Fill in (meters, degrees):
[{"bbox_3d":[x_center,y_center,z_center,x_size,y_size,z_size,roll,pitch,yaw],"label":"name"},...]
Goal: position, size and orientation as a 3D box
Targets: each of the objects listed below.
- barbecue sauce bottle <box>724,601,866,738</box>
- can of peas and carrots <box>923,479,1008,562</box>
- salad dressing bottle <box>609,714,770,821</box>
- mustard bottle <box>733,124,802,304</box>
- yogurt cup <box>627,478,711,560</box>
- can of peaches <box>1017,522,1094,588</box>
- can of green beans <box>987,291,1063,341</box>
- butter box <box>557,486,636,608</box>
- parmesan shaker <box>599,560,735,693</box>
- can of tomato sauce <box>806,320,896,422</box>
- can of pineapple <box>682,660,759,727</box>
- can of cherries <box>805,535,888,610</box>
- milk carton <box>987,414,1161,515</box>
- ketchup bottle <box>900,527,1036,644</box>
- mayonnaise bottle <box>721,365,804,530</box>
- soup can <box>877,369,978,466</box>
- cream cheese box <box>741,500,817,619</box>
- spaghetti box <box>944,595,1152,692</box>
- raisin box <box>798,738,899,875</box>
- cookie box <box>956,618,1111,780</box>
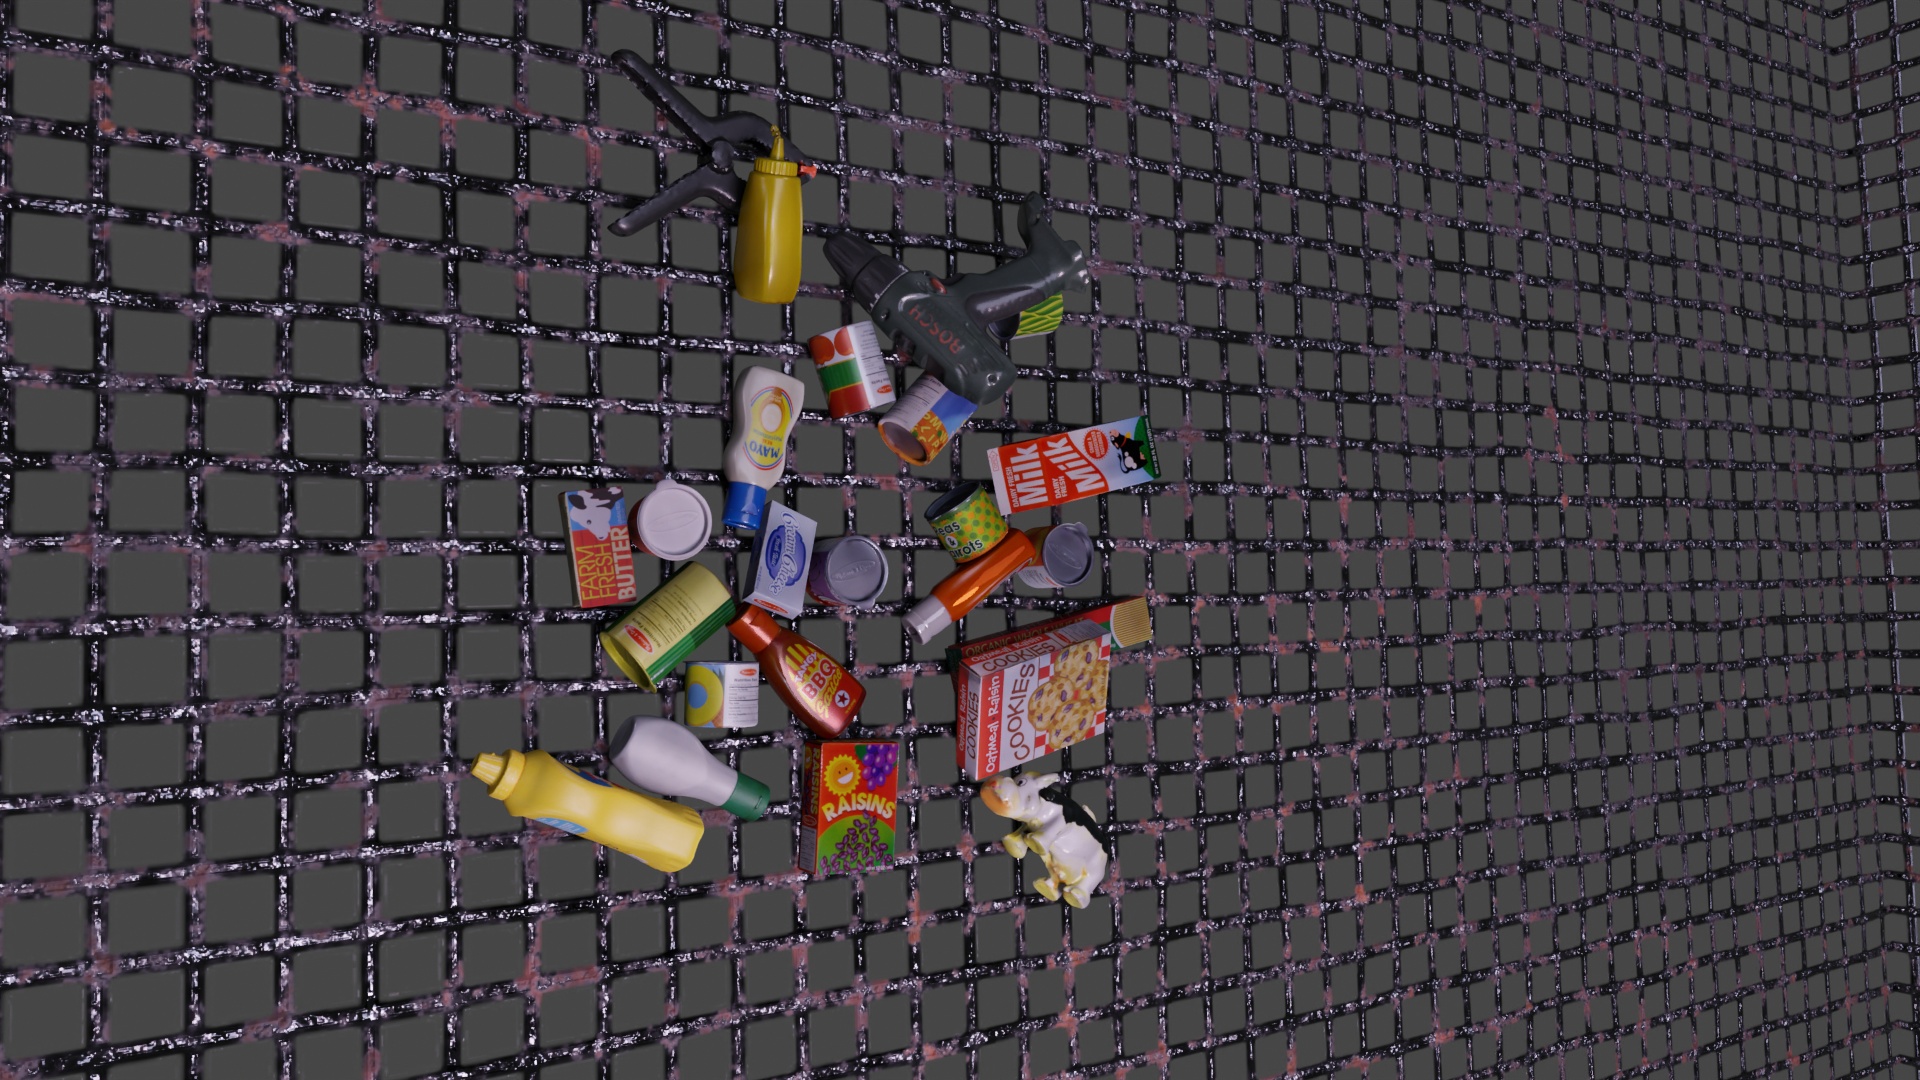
[{"bbox_3d":[-0.157,0.117,1.300,0.148,0.043,0.065,47,56,-20],"label":"barbecue sauce bottle"},{"bbox_3d":[0.005,-0.018,1.396,0.071,0.071,0.058,-42,109,-27],"label":"can of peas and carrots"},{"bbox_3d":[-0.240,0.207,1.242,0.147,0.044,0.064,33,72,-27],"label":"salad dressing bottle"},{"bbox_3d":[-0.174,-0.301,1.285,0.049,0.065,0.159,-7,112,-42],"label":"mustard bottle"},{"bbox_3d":[-0.263,-0.015,1.238,0.072,0.054,0.072,2,85,-32],"label":"yogurt cup"},{"bbox_3d":[0.098,0.015,1.457,0.071,0.058,0.071,3,84,-31],"label":"can of peaches"},{"bbox_3d":[0.065,-0.245,1.451,0.058,0.071,0.071,-14,94,-32],"label":"can of green beans"},{"bbox_3d":[-0.318,0.006,1.219,0.053,0.024,0.103,-8,90,-31],"label":"butter box"},{"bbox_3d":[-0.255,0.076,1.227,0.103,0.071,0.071,-43,108,-28],"label":"parmesan shaker"},{"bbox_3d":[-0.107,-0.163,1.340,0.071,0.071,0.083,-21,97,-31],"label":"can of tomato sauce"},{"bbox_3d":[-0.216,0.137,1.250,0.071,0.071,0.058,3,85,-32],"label":"can of pineapple"},{"bbox_3d":[-0.112,0.032,1.326,0.071,0.058,0.071,3,85,-33],"label":"can of cherries"},{"bbox_3d":[0.112,-0.079,1.464,0.191,0.073,0.072,-15,95,-31],"label":"milk carton"},{"bbox_3d":[0.007,0.046,1.399,0.149,0.064,0.043,-38,92,-19],"label":"ketchup bottle"},{"bbox_3d":[-0.190,-0.085,1.296,0.065,0.041,0.148,17,77,-32],"label":"mayonnaise bottle"},{"bbox_3d":[-0.031,-0.123,1.384,0.071,0.071,0.084,48,65,-20],"label":"soup can"},{"bbox_3d":[-0.167,0.018,1.291,0.053,0.024,0.104,27,50,-28],"label":"cream cheese box"},{"bbox_3d":[0.098,0.108,1.467,0.251,0.028,0.050,-13,94,-32],"label":"spaghetti box"},{"bbox_3d":[-0.105,0.252,1.324,0.086,0.040,0.123,5,85,-31],"label":"raisin box"},{"bbox_3d":[0.074,0.160,1.417,0.168,0.040,0.122,-15,119,-32],"label":"cookie box"}]
